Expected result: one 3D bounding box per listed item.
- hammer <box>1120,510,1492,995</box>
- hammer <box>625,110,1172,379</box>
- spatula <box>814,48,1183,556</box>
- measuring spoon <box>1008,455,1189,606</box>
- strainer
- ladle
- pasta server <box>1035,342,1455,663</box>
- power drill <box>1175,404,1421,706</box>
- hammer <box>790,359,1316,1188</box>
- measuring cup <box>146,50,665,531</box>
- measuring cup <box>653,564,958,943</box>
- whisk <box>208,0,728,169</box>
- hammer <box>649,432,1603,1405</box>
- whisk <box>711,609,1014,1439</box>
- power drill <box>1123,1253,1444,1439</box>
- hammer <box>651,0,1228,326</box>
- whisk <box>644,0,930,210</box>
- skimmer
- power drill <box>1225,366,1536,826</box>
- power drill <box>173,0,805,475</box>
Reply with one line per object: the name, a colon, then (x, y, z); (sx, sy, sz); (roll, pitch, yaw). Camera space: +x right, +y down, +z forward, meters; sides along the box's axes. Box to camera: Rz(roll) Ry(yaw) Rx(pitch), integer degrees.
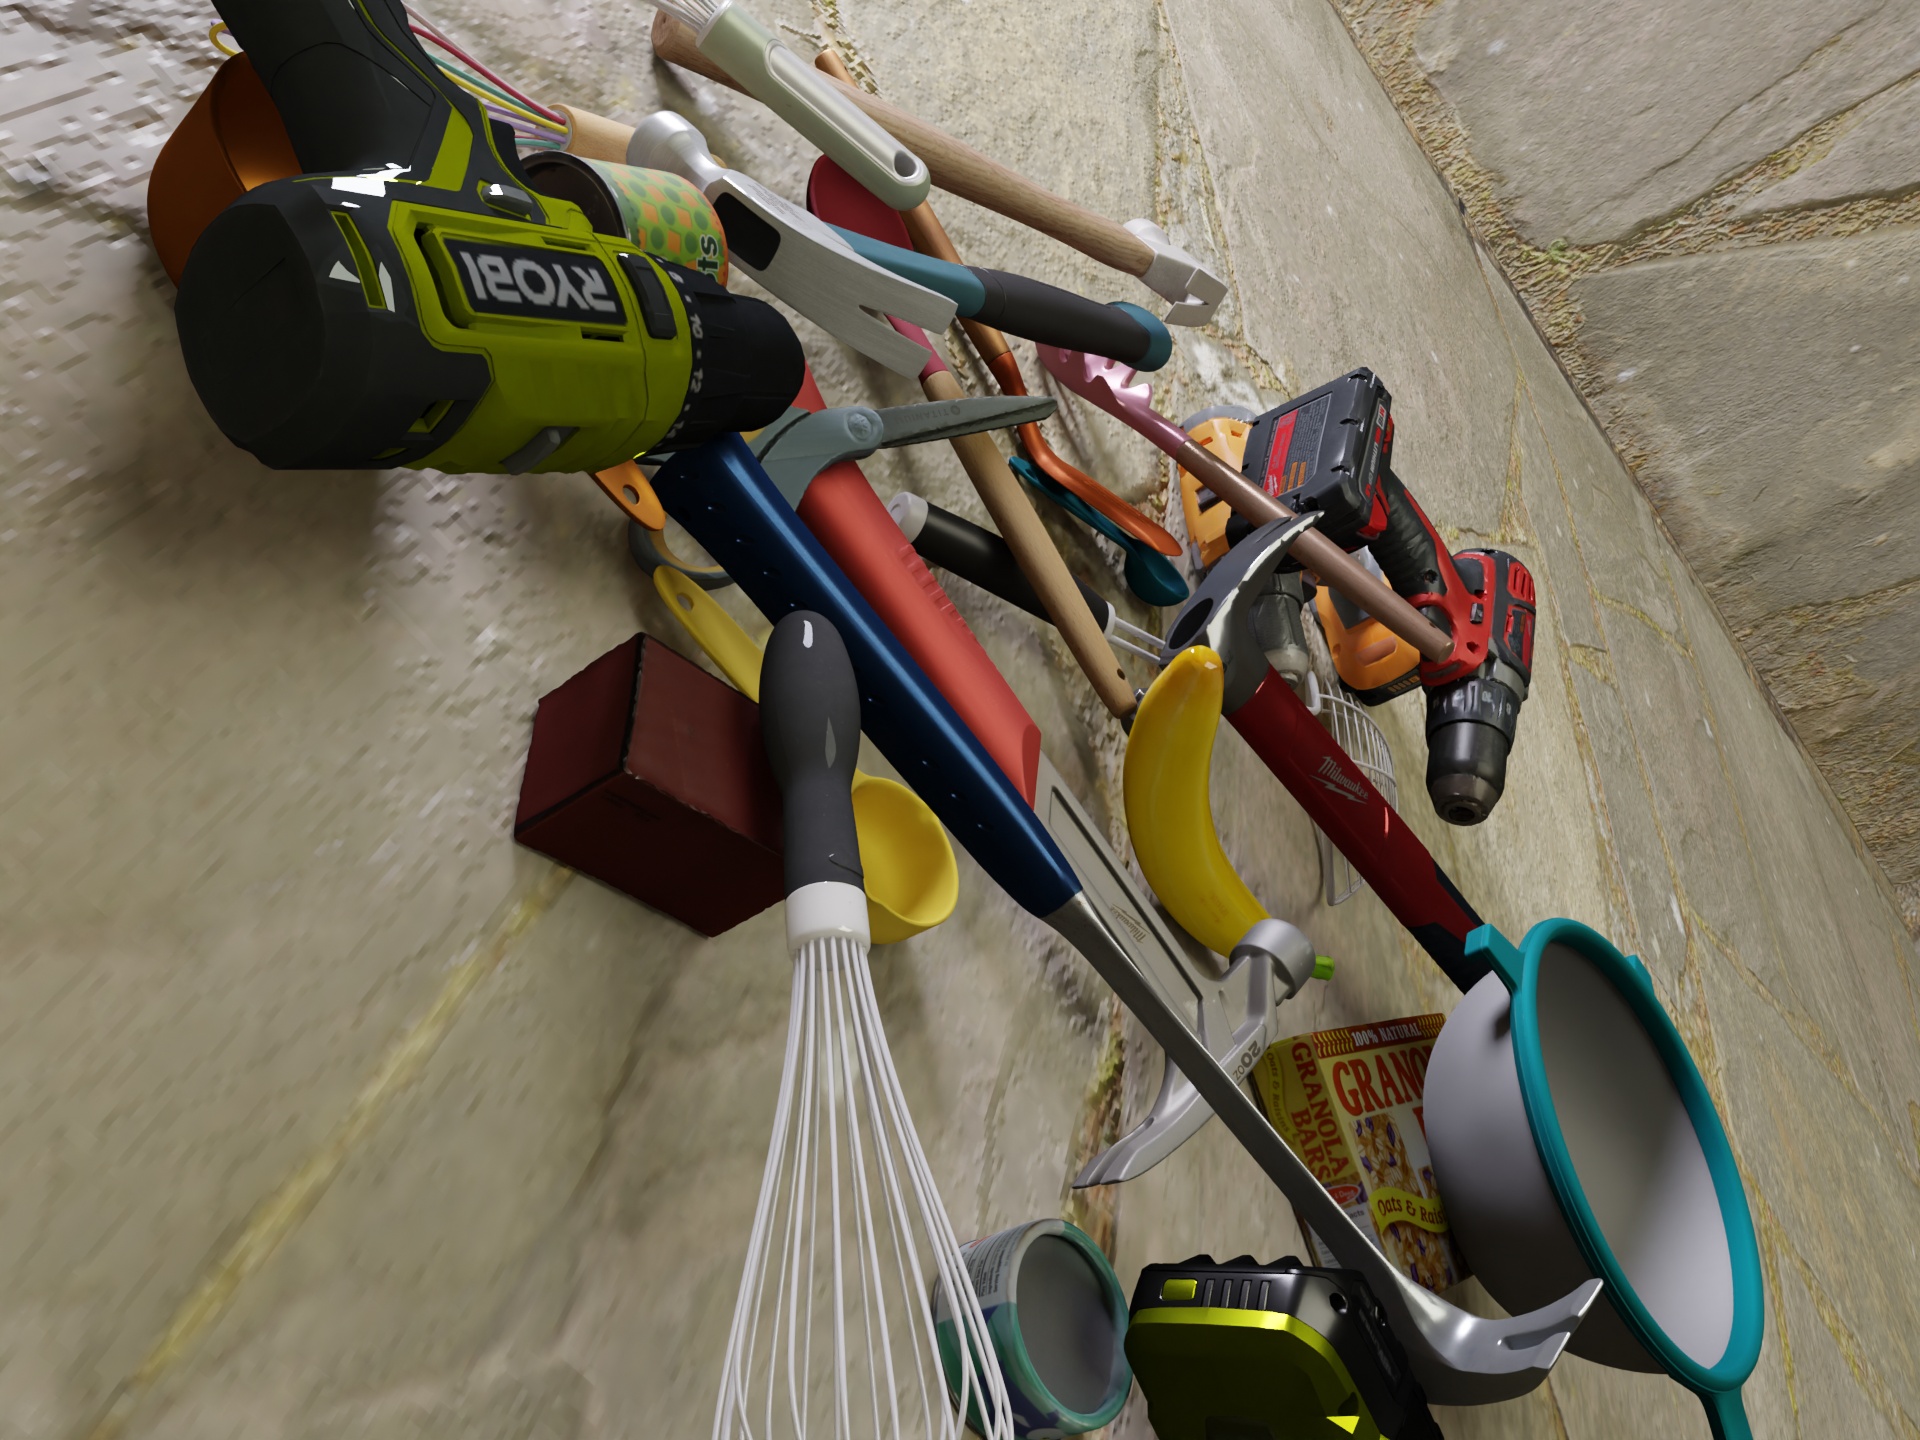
hammer: (0.236, 0.073, 0.803); (0.386, 0.038, 0.143); (46, 67, -22)
hammer: (0.007, -0.191, 0.709); (0.128, 0.033, 0.331); (44, 26, 22)
spatula: (0.016, -0.215, 0.831); (0.322, 0.041, 0.081); (60, 17, 1)
measuring spoon: (0.069, -0.097, 0.843); (0.128, 0.021, 0.042); (33, 28, -24)
strainer: (0.288, 0.263, 0.714); (0.210, 0.095, 0.341); (15, 56, -46)
ladle: (0.002, -0.133, 0.715); (0.069, 0.031, 0.316); (0, 55, -50)
pasta server: (0.140, -0.134, 0.835); (0.060, 0.040, 0.316); (-4, 41, -47)
power drill: (0.225, -0.078, 0.992); (0.226, 0.084, 0.186); (22, 51, -41)
hammer: (-0.001, -0.002, 0.619); (0.149, 0.036, 0.359); (-37, 92, -39)
measuring cup: (-0.163, -0.113, 0.479); (0.173, 0.052, 0.095); (49, 33, -22)
measuring cup: (-0.060, 0.013, 0.552); (0.156, 0.029, 0.062); (51, 32, -8)
whisk: (-0.159, -0.217, 0.578); (0.245, 0.047, 0.051); (-14, 75, -61)
hammer: (0.043, 0.066, 0.523); (0.035, 0.144, 0.405); (-41, 92, -29)
whisk: (-0.031, 0.082, 0.410); (0.070, 0.070, 0.285); (31, 39, -40)
power drill: (0.070, 0.269, 0.444); (0.171, 0.080, 0.223); (64, 35, -23)
hammer: (0.003, -0.272, 0.791); (0.331, 0.031, 0.130); (15, 27, -33)
whisk: (-0.110, -0.300, 0.671); (0.246, 0.059, 0.058); (35, 61, -20)
skimmer: (0.095, -0.011, 0.792); (0.363, 0.090, 0.127); (25, 51, -30)
power drill: (0.251, -0.066, 0.905); (0.226, 0.080, 0.188); (41, 50, -27)
power drill: (-0.140, -0.173, 0.437); (0.190, 0.080, 0.228); (-16, 81, -58)
